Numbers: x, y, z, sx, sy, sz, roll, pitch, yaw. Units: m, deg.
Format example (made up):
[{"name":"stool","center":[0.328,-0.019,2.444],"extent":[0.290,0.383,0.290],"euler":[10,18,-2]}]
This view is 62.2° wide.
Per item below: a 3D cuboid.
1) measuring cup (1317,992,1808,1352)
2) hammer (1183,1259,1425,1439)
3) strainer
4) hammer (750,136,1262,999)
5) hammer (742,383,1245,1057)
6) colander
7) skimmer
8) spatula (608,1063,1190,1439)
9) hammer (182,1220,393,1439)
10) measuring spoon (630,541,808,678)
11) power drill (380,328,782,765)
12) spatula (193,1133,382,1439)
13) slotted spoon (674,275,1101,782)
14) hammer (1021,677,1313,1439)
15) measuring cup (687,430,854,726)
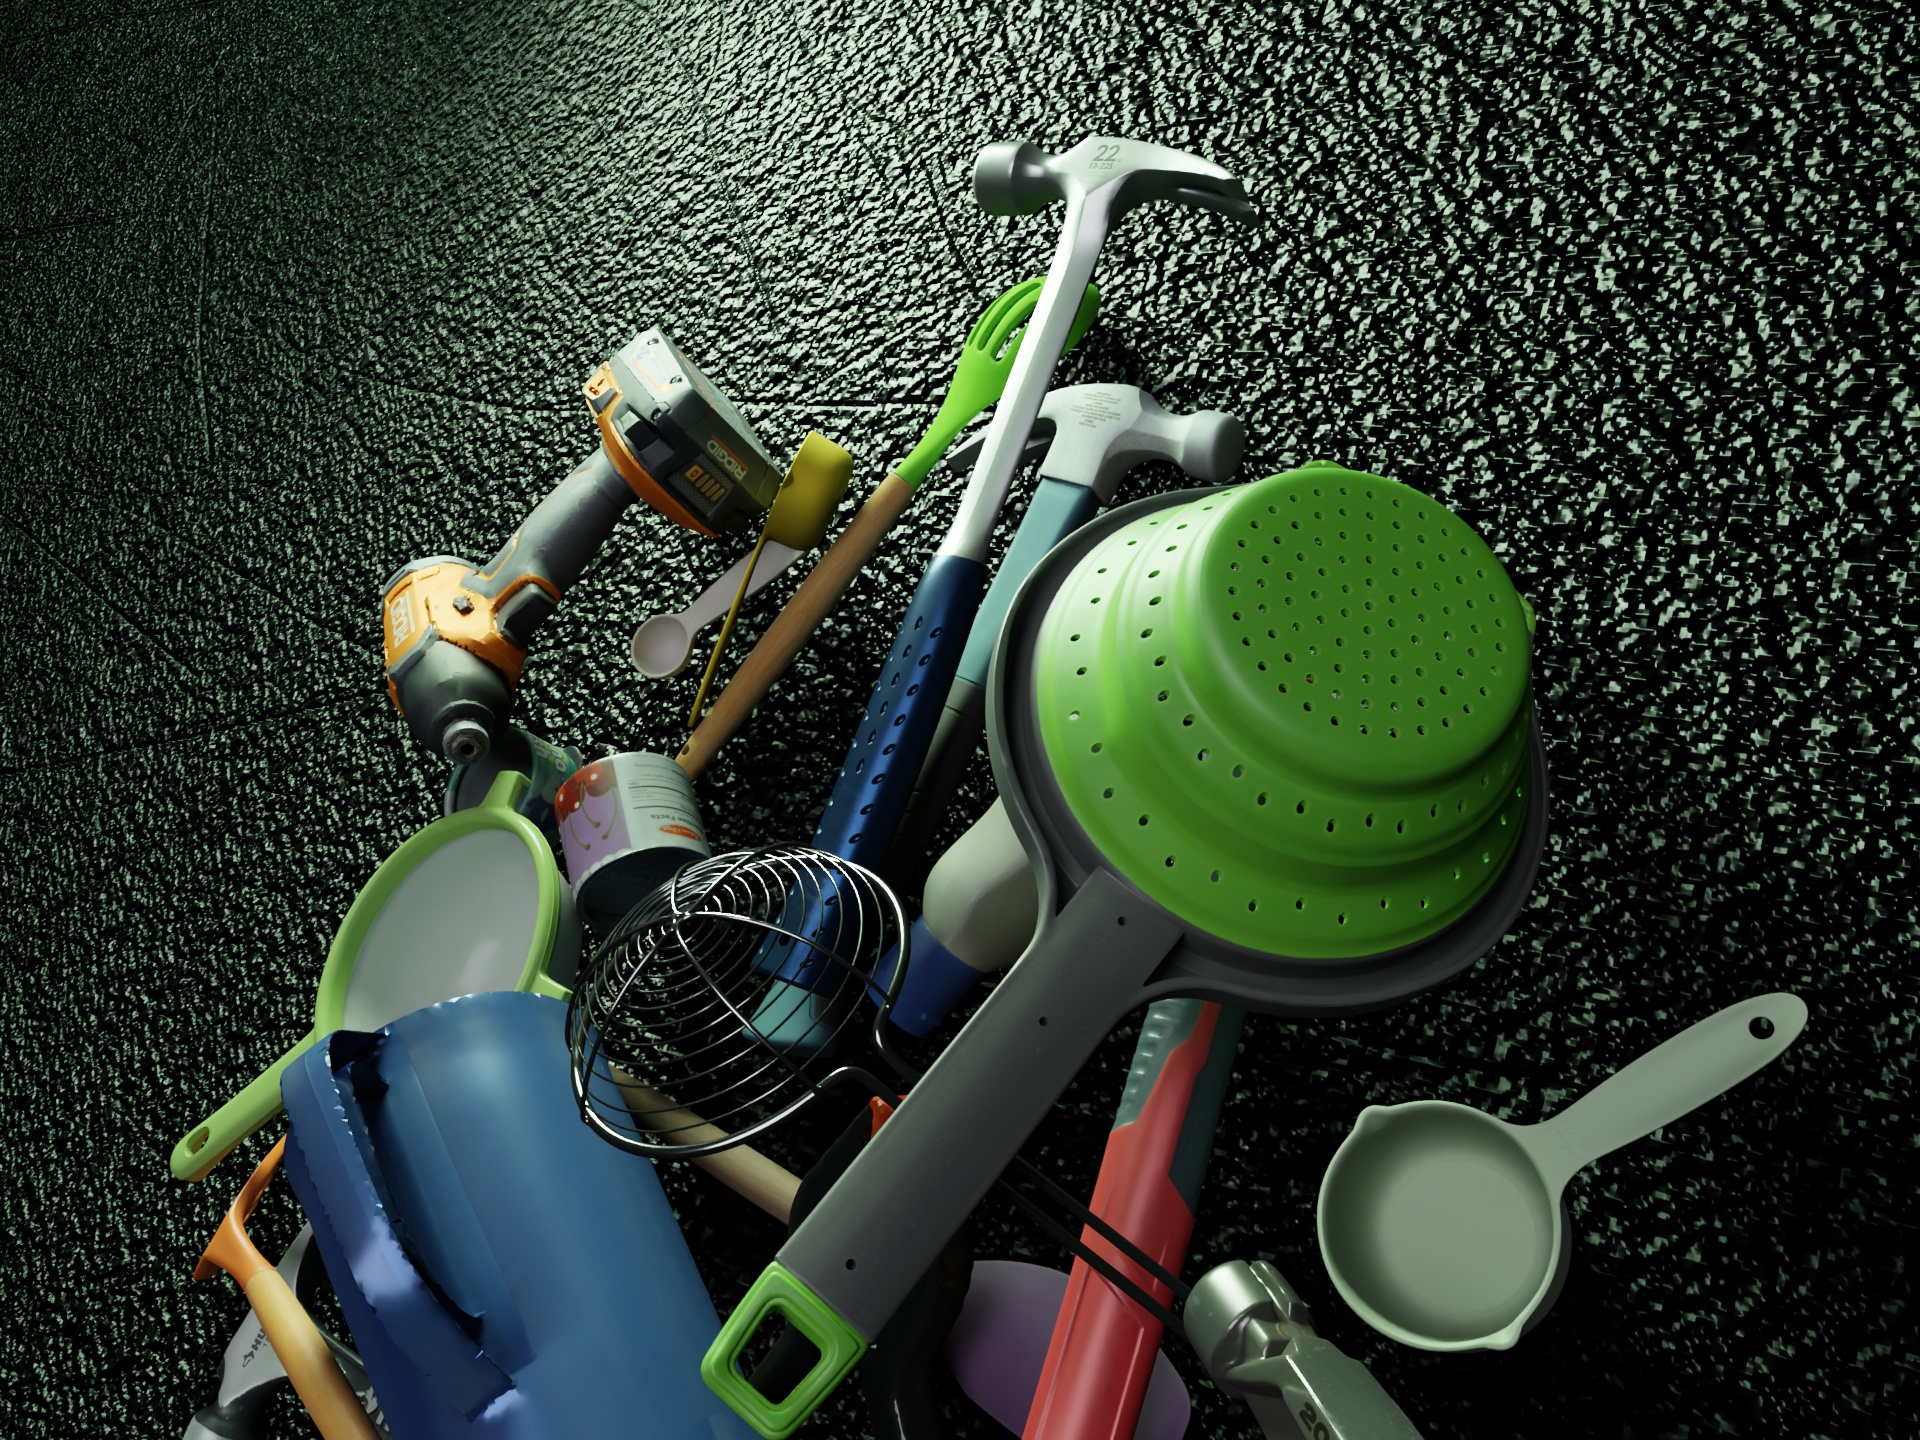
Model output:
[{"name":"measuring cup","center":[0.193,0.138,0.505],"extent":[0.167,0.038,0.083],"euler":[-36,53,11]},{"name":"hammer","center":[0.041,0.331,0.414],"extent":[0.149,0.036,0.359],"euler":[-126,54,-64]},{"name":"strainer","center":[-0.269,0.153,0.766],"extent":[0.256,0.069,0.152],"euler":[-38,48,12]},{"name":"hammer","center":[0.008,-0.077,0.683],"extent":[0.144,0.035,0.406],"euler":[12,75,34]},{"name":"hammer","center":[-0.001,-0.002,0.697],"extent":[0.128,0.033,0.331],"euler":[22,80,37]},{"name":"colander","center":[0.066,0.040,0.485],"extent":[0.204,0.094,0.397],"euler":[38,63,10]},{"name":"skimmer","center":[0.028,0.167,0.520],"extent":[0.363,0.090,0.127],"euler":[36,62,9]},{"name":"spatula","center":[-0.045,0.203,0.634],"extent":[0.316,0.018,0.060],"euler":[19,83,36]},{"name":"hammer","center":[-0.175,0.320,0.650],"extent":[0.409,0.036,0.149],"euler":[13,74,35]},{"name":"measuring spoon","center":[-0.115,-0.063,0.813],"extent":[0.124,0.018,0.034],"euler":[-38,65,3]},{"name":"power drill","center":[-0.201,-0.080,0.809],"extent":[0.226,0.084,0.164],"euler":[-42,37,6]},{"name":"spatula","center":[-0.285,0.255,0.684],"extent":[0.323,0.041,0.081],"euler":[11,70,54]},{"name":"slotted spoon","center":[-0.042,-0.095,0.772],"extent":[0.314,0.031,0.070],"euler":[-52,39,2]},{"name":"hammer","center":[0.082,0.162,0.552],"extent":[0.143,0.038,0.386],"euler":[14,70,15]},{"name":"measuring cup","center":[-0.092,-0.065,0.777],"extent":[0.029,0.062,0.156],"euler":[23,91,-6]}]
